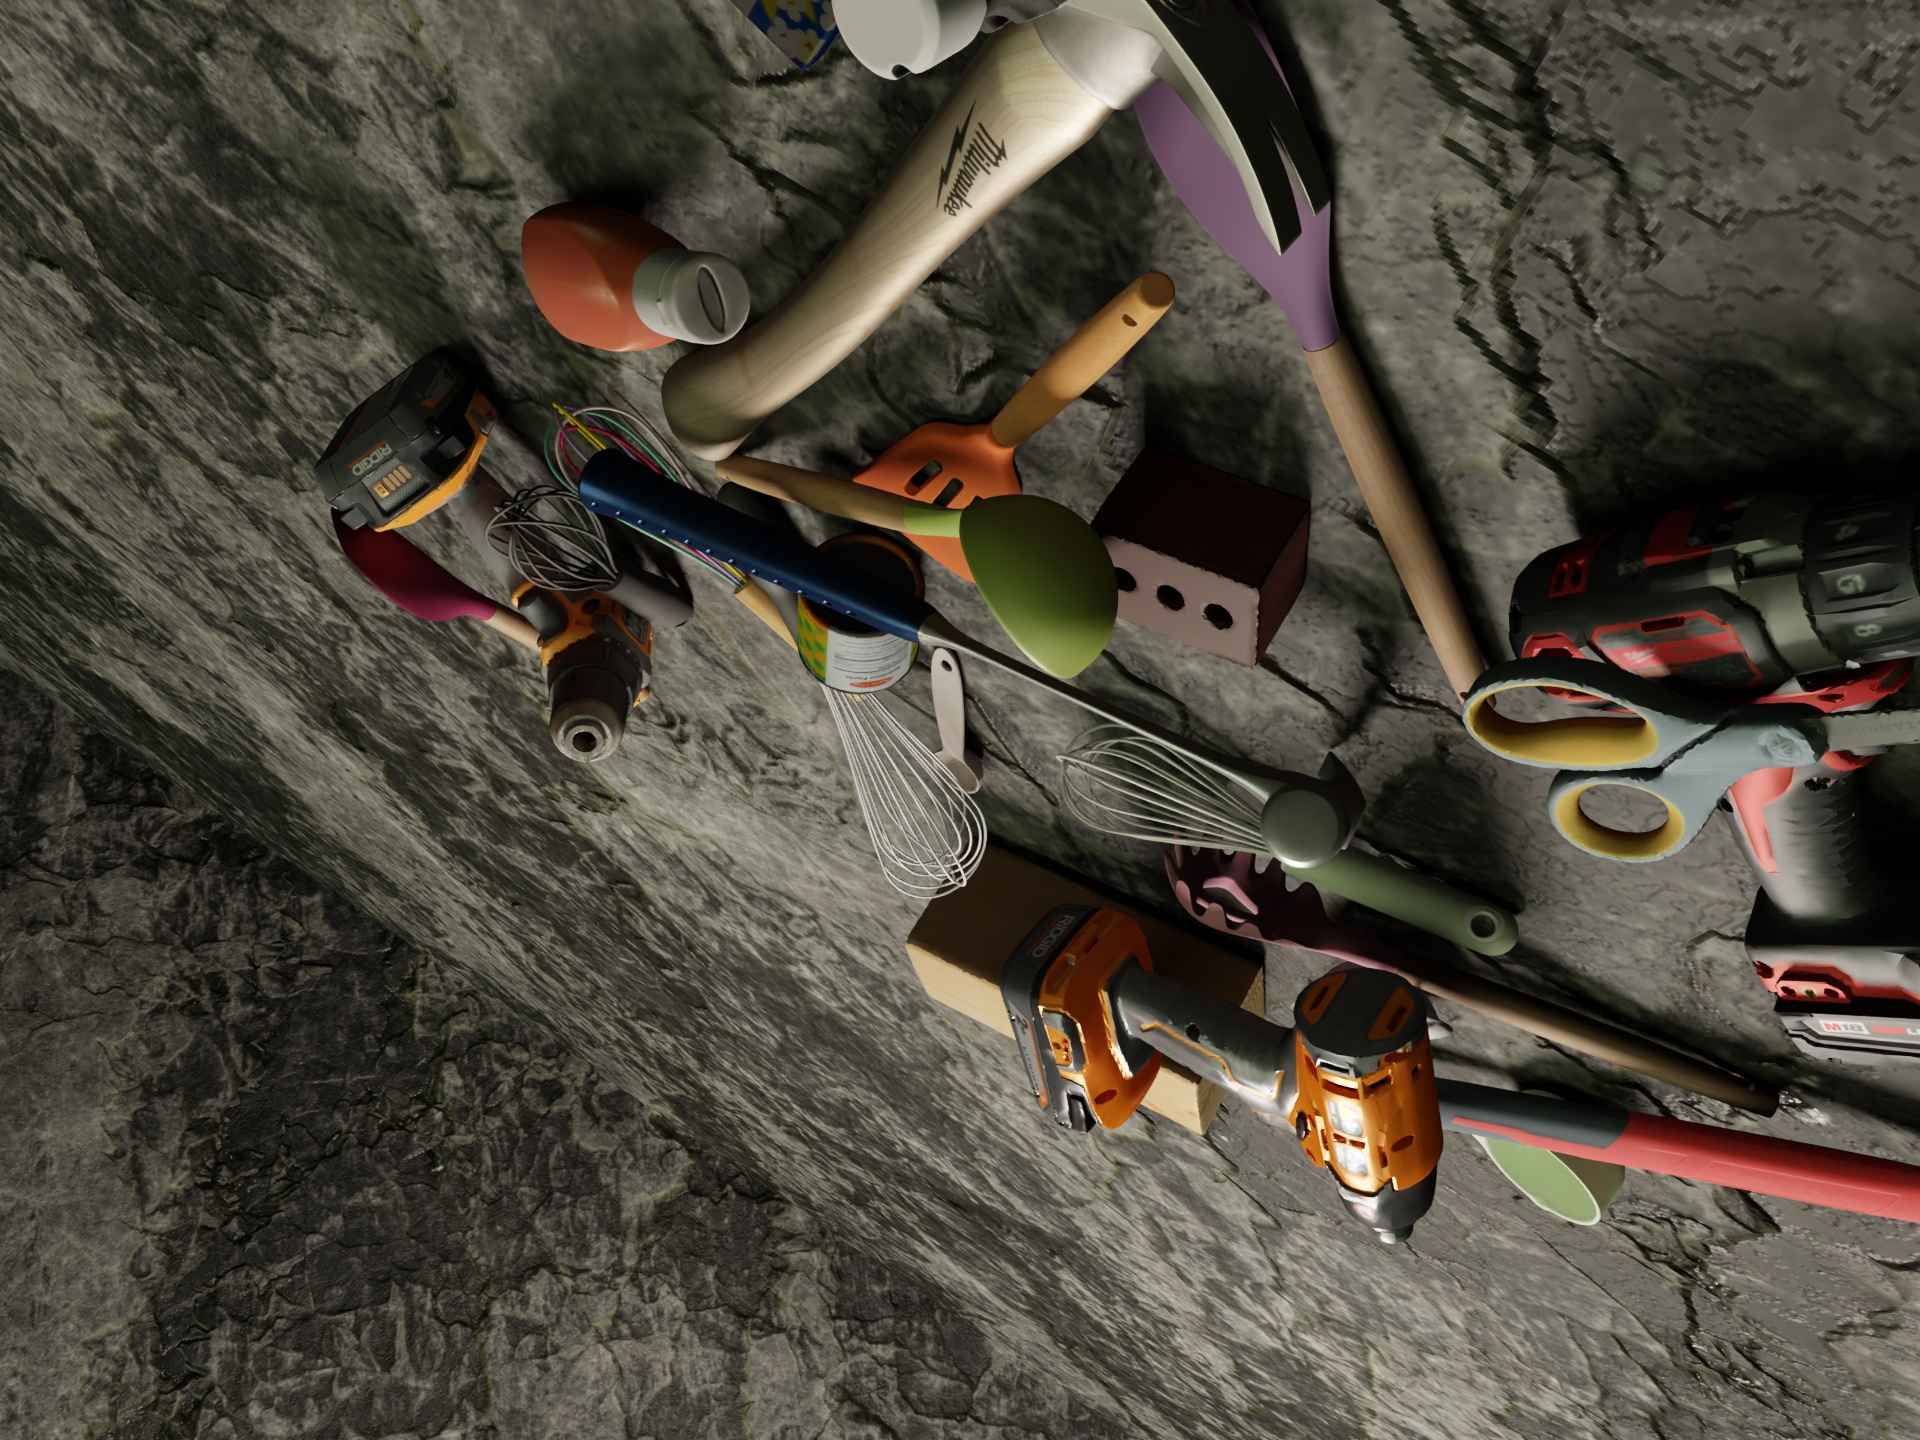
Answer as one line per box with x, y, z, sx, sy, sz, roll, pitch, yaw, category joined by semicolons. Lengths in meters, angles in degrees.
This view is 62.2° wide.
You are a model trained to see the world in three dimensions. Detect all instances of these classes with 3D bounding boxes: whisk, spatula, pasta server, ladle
-0.065;-0.012;0.910;0.070;0.070;0.284;1;128;49;whisk
0.136;-0.115;0.567;0.060;0.018;0.315;6;141;47;spatula
0.020;-0.114;0.631;0.081;0.041;0.322;39;170;-8;spatula
-0.200;-0.086;0.906;0.055;0.055;0.239;28;178;14;whisk
0.252;0.129;0.807;0.316;0.060;0.040;20;134;16;pasta server
-0.138;-0.093;0.903;0.244;0.051;0.047;43;147;-21;whisk
-0.041;-0.086;0.720;0.078;0.062;0.320;39;171;-37;ladle
0.161;0.062;0.808;0.246;0.058;0.059;22;174;17;whisk

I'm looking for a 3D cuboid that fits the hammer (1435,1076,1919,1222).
0.320;0.198;0.788;0.386;0.038;0.143;4;141;34;hammer

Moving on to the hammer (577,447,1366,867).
-0.003;-0.038;0.743;0.406;0.035;0.144;26;-170;18;hammer

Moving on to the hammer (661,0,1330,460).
-0.029;-0.172;0.633;0.146;0.038;0.410;48;153;-12;hammer

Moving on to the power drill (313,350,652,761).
-0.265;-0.087;0.928;0.226;0.084;0.186;51;-168;-28;power drill

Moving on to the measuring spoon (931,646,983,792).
-0.001;-0.003;0.927;0.034;0.018;0.124;26;146;25;measuring spoon

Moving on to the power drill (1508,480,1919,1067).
0.310;0.015;0.518;0.226;0.080;0.188;49;151;-19;power drill

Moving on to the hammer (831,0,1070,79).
-0.030;-0.324;0.331;0.035;0.146;0.334;6;130;44;hammer

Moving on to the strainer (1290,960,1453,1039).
0.227;0.185;0.931;0.087;0.050;0.258;10;153;6;strainer

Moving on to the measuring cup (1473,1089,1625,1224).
0.306;0.221;0.920;0.168;0.038;0.083;35;158;41;measuring cup

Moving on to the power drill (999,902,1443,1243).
0.142;0.189;0.838;0.227;0.084;0.164;10;129;38;power drill

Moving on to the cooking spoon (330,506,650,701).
-0.290;-0.064;1.026;0.069;0.017;0.318;63;-169;24;cooking spoon
